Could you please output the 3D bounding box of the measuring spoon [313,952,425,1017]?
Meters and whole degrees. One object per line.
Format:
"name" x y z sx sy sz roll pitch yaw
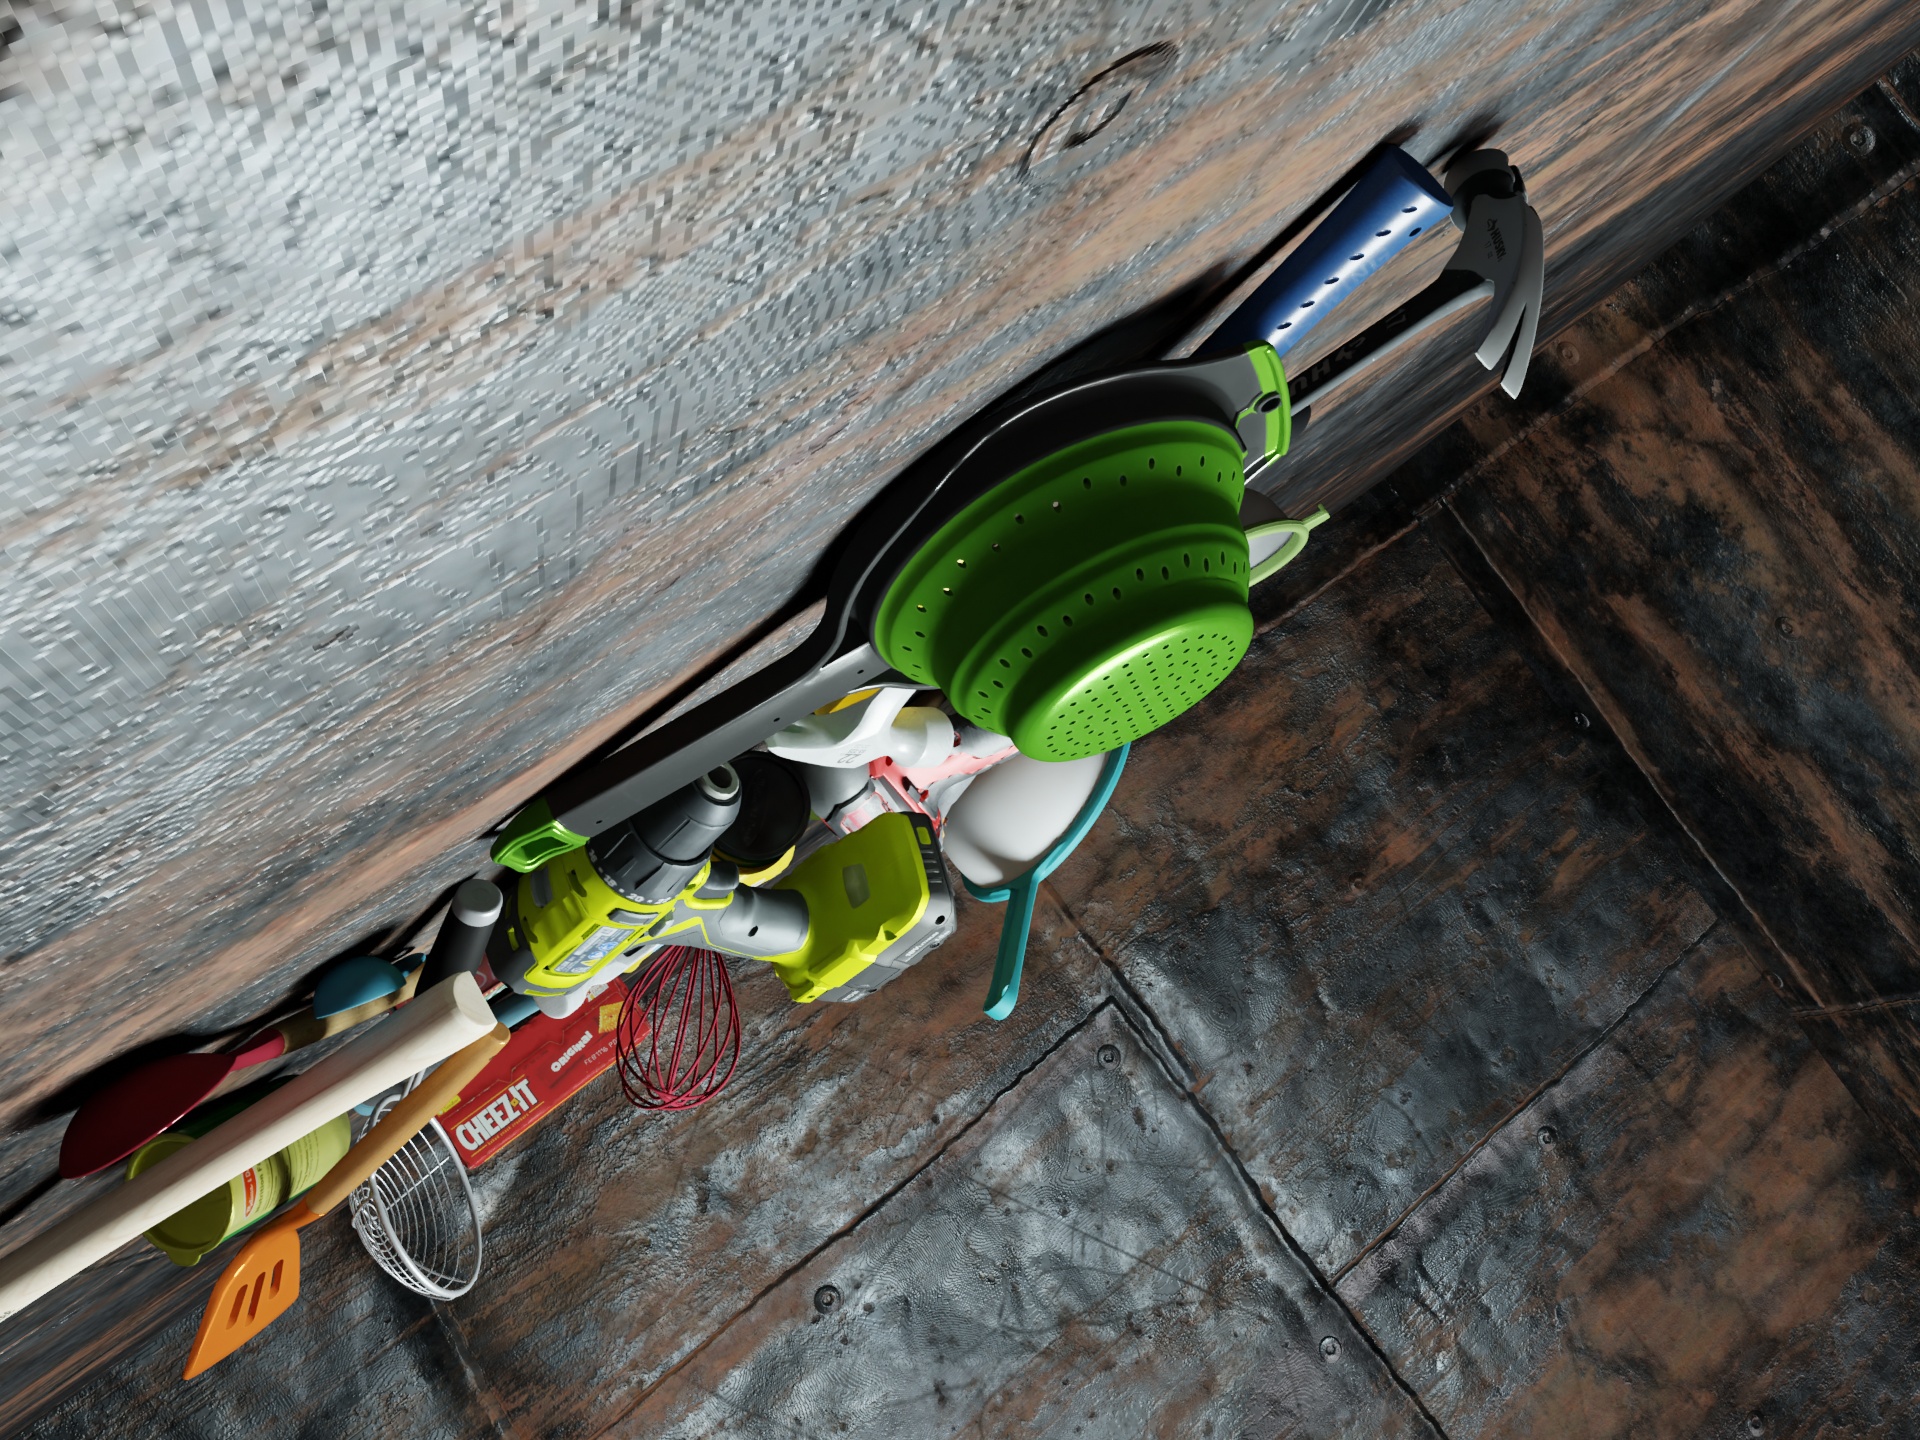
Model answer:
"measuring spoon" -0.285 0.119 0.777 0.042 0.021 0.128 -19 -177 -6

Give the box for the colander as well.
"colander" -0.016 -0.007 0.674 0.397 0.095 0.204 -30 159 5

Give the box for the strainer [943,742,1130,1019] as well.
"strainer" 0.027 0.079 1.256 0.211 0.095 0.341 -39 -155 37

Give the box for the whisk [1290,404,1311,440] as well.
"whisk" 0.172 -0.167 1.005 0.070 0.070 0.284 -39 180 36

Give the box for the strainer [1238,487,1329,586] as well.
"strainer" 0.156 -0.136 1.269 0.256 0.069 0.151 -13 163 -29

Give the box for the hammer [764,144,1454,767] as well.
"hammer" 0.053 -0.098 0.732 0.144 0.035 0.405 1 144 -49

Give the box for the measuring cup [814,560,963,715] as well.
"measuring cup" -0.037 -0.052 0.835 0.062 0.029 0.156 -21 155 -43

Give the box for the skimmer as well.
"skimmer" -0.275 0.203 0.884 0.090 0.127 0.363 2 137 -31

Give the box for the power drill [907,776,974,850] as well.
"power drill" 0.003 0.023 1.168 0.226 0.084 0.185 -53 179 -7

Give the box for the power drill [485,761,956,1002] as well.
"power drill" -0.115 0.088 0.857 0.228 0.080 0.190 12 140 -42

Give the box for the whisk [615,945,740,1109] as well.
"whisk" -0.166 0.138 1.004 0.073 0.073 0.296 -37 -157 18

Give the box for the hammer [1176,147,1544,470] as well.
"hammer" 0.110 -0.120 0.806 0.409 0.036 0.149 -33 -146 34

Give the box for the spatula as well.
"spatula" -0.324 0.252 0.846 0.322 0.041 0.081 -42 175 28

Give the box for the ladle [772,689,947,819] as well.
"ladle" -0.059 0.002 1.181 0.078 0.062 0.320 -46 179 22

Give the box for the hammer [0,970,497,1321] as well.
"hammer" -0.401 0.236 0.754 0.410 0.038 0.146 -32 175 7

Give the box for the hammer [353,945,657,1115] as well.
"hammer" -0.321 0.206 1.076 0.331 0.033 0.128 -31 -177 34

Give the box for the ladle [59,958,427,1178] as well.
"ladle" -0.313 0.148 0.760 0.069 0.031 0.315 -23 180 9

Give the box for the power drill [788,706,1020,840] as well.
"power drill" -0.002 -0.003 0.996 0.219 0.079 0.143 -34 134 4
